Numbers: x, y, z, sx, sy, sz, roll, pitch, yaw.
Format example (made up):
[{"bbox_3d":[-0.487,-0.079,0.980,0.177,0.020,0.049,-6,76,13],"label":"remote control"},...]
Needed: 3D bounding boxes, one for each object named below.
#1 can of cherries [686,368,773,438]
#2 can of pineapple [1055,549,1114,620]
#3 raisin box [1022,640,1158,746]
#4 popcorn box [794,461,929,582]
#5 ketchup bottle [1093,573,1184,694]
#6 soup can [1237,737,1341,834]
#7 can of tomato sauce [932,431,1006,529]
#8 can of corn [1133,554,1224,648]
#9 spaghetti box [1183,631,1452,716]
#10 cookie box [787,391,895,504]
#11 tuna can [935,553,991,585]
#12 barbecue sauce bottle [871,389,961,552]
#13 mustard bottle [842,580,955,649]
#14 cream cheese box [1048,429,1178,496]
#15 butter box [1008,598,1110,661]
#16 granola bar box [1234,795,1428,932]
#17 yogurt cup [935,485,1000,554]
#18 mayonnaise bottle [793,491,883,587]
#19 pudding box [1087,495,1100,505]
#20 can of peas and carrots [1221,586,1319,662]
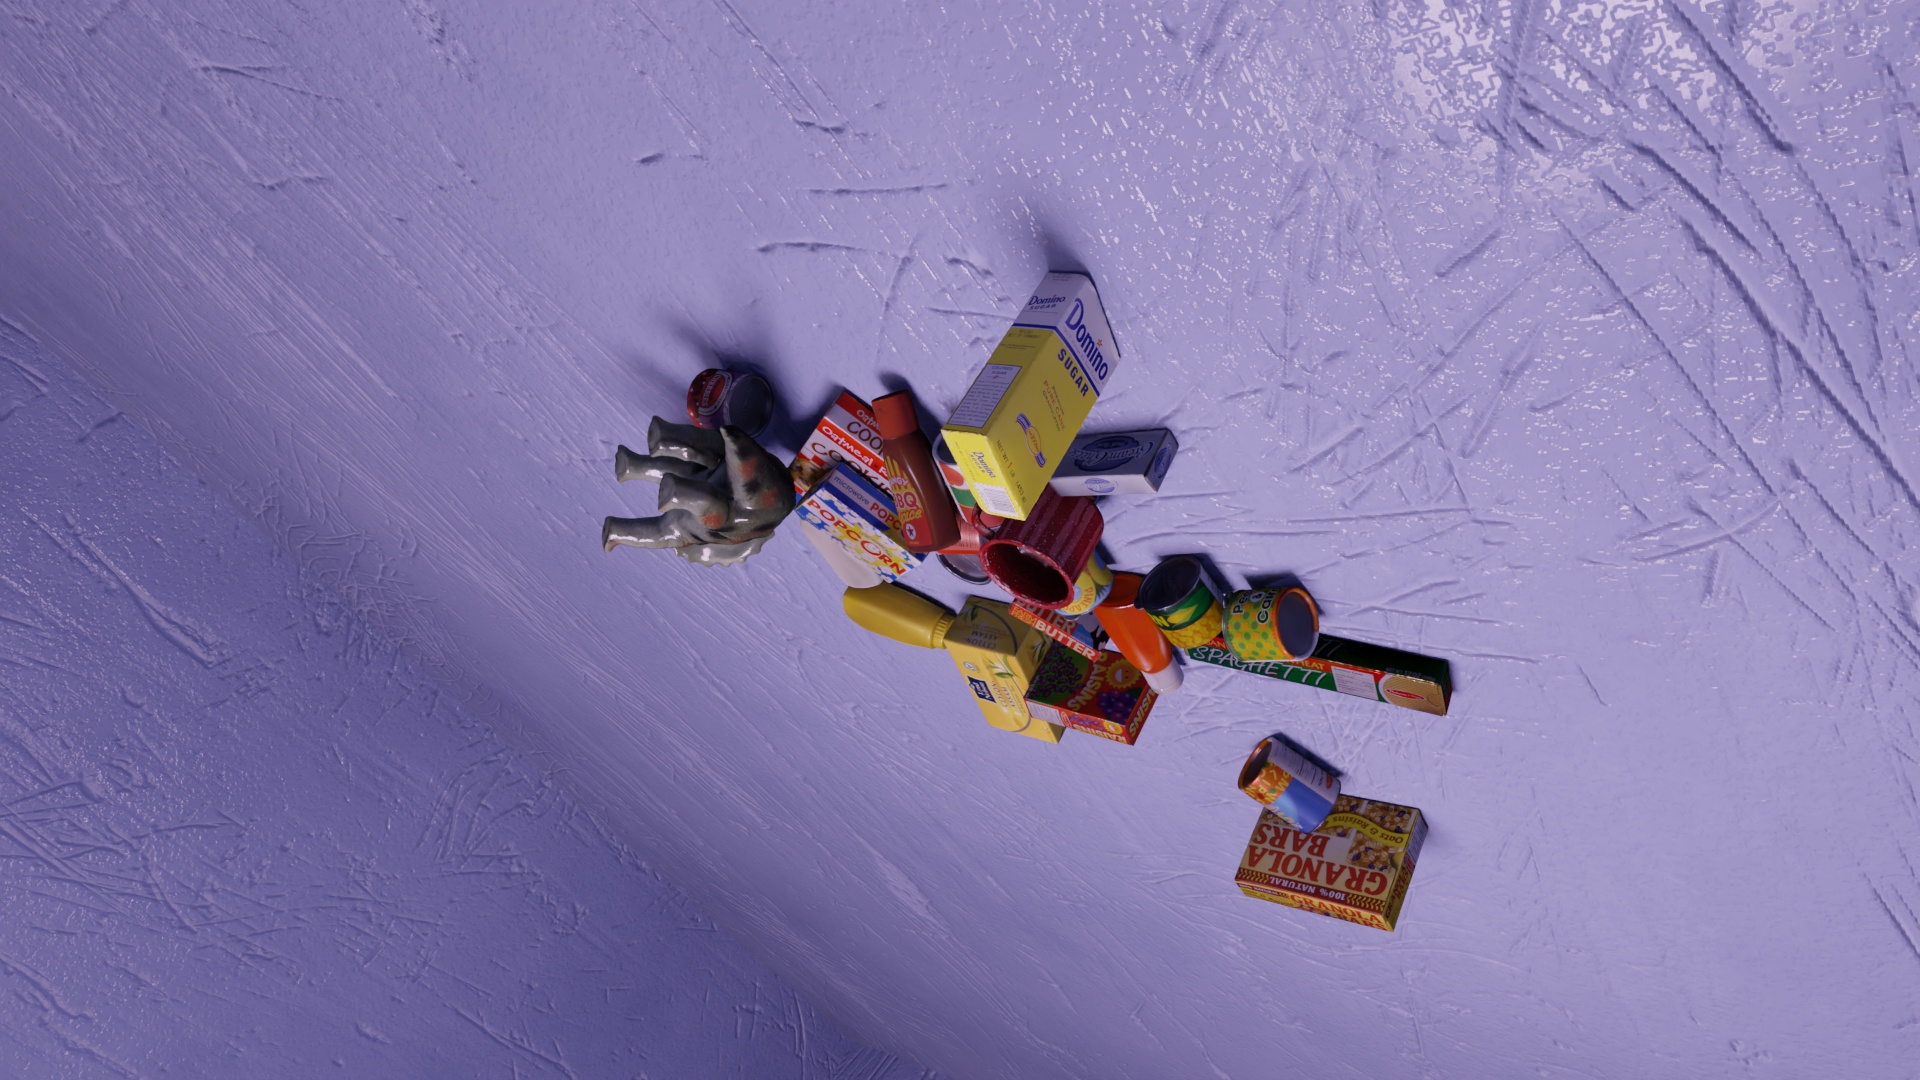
[{"bbox_3d":[-0.231,-0.138,1.386,0.058,0.072,0.071,13,145,32],"label":"can of cherries"},{"bbox_3d":[0.104,0.031,1.321,0.071,0.071,0.057,-1,137,44],"label":"can of pineapple"},{"bbox_3d":[0.141,0.159,1.463,0.123,0.086,0.040,11,143,32],"label":"raisin box"},{"bbox_3d":[-0.094,-0.017,1.385,0.126,0.038,0.085,38,151,-12],"label":"popcorn box"},{"bbox_3d":[0.180,0.095,1.372,0.064,0.044,0.148,2,140,36],"label":"ketchup bottle"},{"bbox_3d":[0.338,0.255,1.437,0.084,0.072,0.071,34,151,-1],"label":"soup can"},{"bbox_3d":[0.020,-0.063,1.264,0.071,0.071,0.082,10,143,33],"label":"can of tomato sauce"},{"bbox_3d":[0.202,0.058,1.267,0.071,0.071,0.058,-6,134,47],"label":"can of corn"},{"bbox_3d":[0.320,0.109,1.274,0.250,0.029,0.050,11,145,32],"label":"spaghetti box"},{"bbox_3d":[-0.101,-0.069,1.396,0.123,0.040,0.166,36,152,-7],"label":"cookie box"},{"bbox_3d":[0.012,0.012,1.417,0.071,0.033,0.070,24,150,15],"label":"tuna can"},{"bbox_3d":[-0.044,-0.064,1.286,0.065,0.044,0.148,1,110,58],"label":"barbecue sauce bottle"},{"bbox_3d":[-0.056,0.090,1.584,0.160,0.049,0.065,20,149,19],"label":"mustard bottle"},{"bbox_3d":[0.128,-0.065,1.168,0.103,0.053,0.024,0,139,44],"label":"cream cheese box"},{"bbox_3d":[0.105,0.074,1.401,0.103,0.053,0.024,29,148,5],"label":"butter box"},{"bbox_3d":[0.384,0.326,1.444,0.165,0.125,0.039,4,141,40],"label":"granola bar box"},{"bbox_3d":[0.005,-0.017,1.351,0.054,0.073,0.072,8,143,23],"label":"yogurt cup"},{"bbox_3d":[-0.139,-0.010,1.522,0.064,0.041,0.147,-2,136,43],"label":"mayonnaise bottle"},{"bbox_3d":[0.098,-0.034,1.268,0.050,0.030,0.083,28,151,6],"label":"pudding box"},{"bbox_3d":[0.273,0.072,1.226,0.058,0.071,0.071,-8,132,48],"label":"can of peas and carrots"}]
